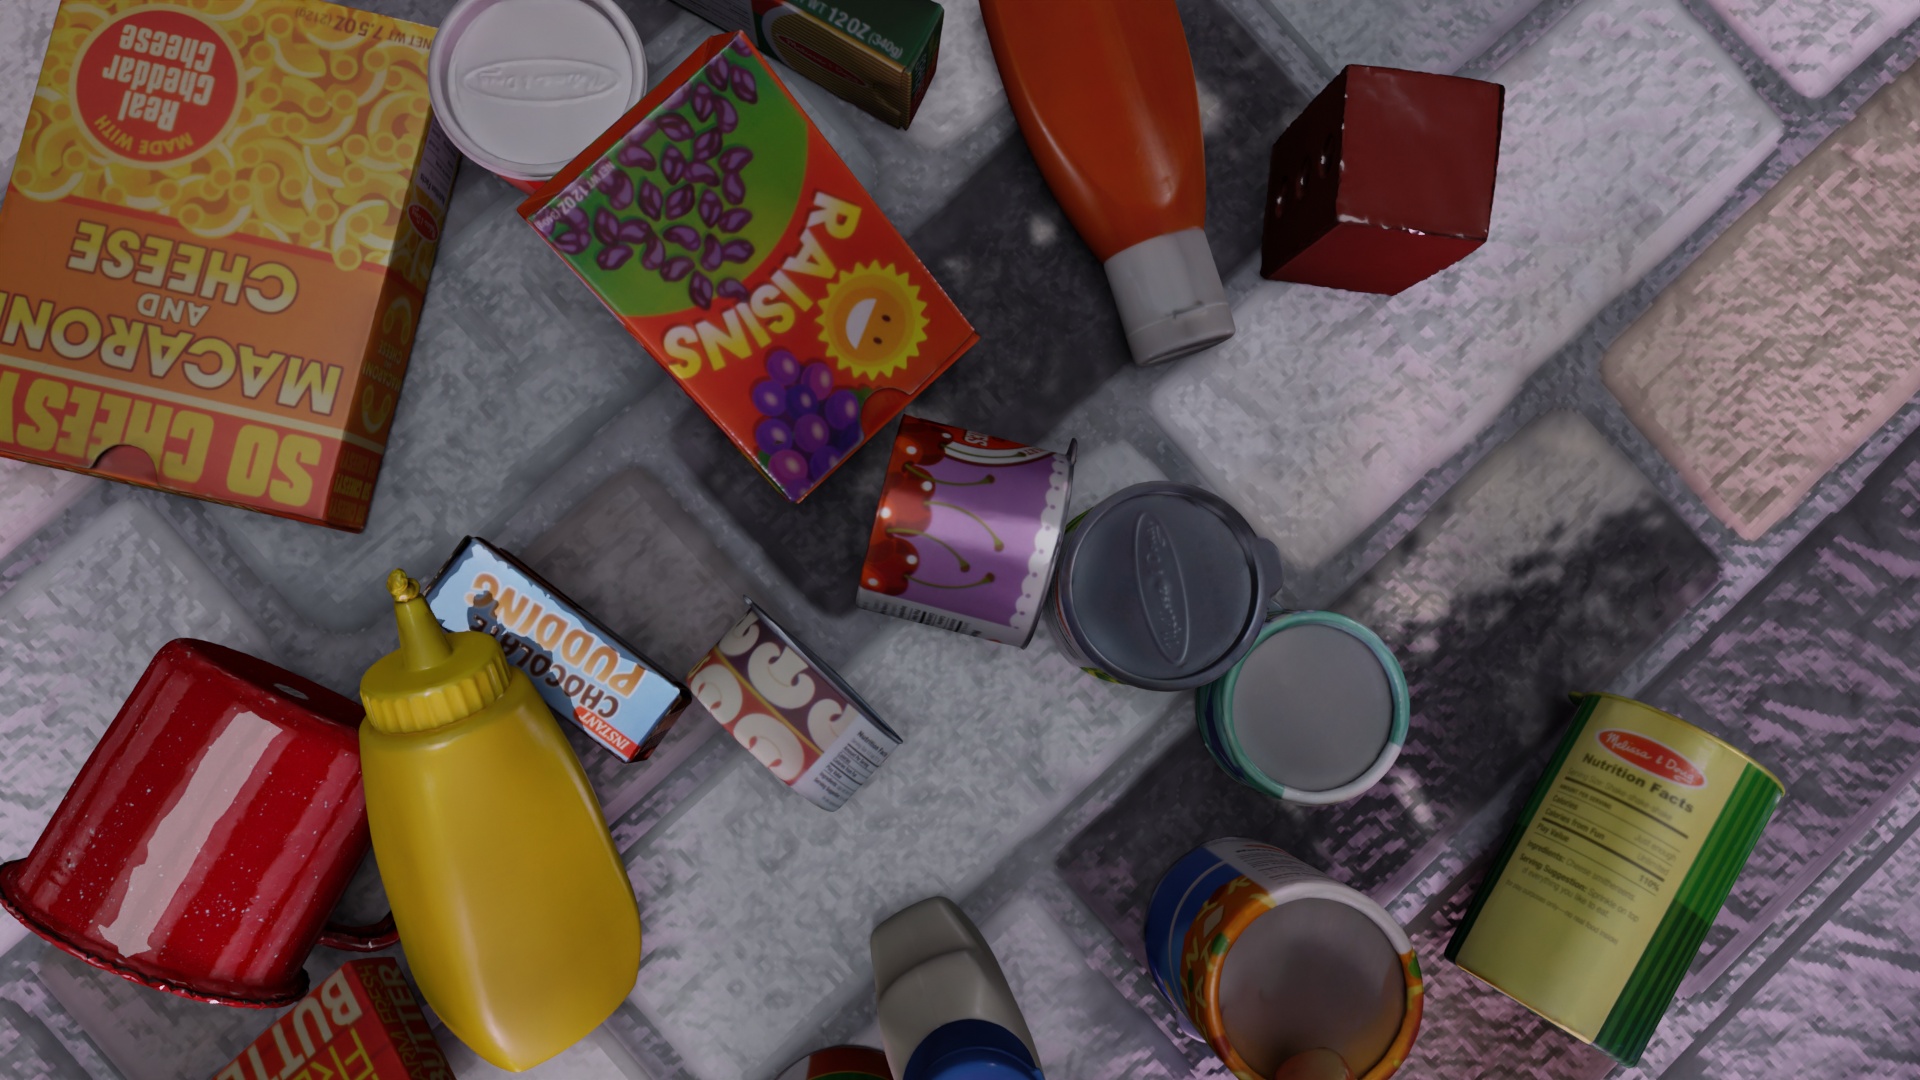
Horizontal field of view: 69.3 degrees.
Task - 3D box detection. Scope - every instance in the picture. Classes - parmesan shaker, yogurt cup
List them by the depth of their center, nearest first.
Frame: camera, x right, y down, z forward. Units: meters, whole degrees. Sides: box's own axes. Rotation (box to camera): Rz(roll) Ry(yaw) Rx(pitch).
[{"bbox_3d":[0.212,0.110,0.461,0.071,0.071,0.103,32,85,-1],"label":"parmesan shaker"},{"bbox_3d":[-0.135,-0.145,0.461,0.072,0.054,0.072,0,86,-4],"label":"yogurt cup"}]

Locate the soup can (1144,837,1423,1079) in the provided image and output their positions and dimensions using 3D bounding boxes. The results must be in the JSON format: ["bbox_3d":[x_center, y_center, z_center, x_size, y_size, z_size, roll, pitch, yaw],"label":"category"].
[{"bbox_3d":[0.098,0.136,0.439,0.071,0.083,0.071,0,86,-4],"label":"soup can"}]

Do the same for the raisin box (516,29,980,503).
[{"bbox_3d":[-0.065,-0.085,0.443,0.086,0.040,0.123,-44,118,-7],"label":"raisin box"}]

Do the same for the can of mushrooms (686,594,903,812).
[{"bbox_3d":[-0.055,0.052,0.445,0.071,0.071,0.033,43,85,0],"label":"can of mushrooms"}]

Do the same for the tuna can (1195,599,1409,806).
[{"bbox_3d":[0.115,0.054,0.473,0.071,0.033,0.071,0,86,-4],"label":"tuna can"}]

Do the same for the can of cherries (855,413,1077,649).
[{"bbox_3d":[0.002,-0.006,0.453,0.058,0.071,0.071,14,85,-2],"label":"can of cherries"}]

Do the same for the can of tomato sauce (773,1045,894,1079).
[{"bbox_3d":[-0.034,0.201,0.425,0.071,0.083,0.071,0,86,-4],"label":"can of tomato sauce"}]

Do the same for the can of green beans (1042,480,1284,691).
[{"bbox_3d":[0.062,0.016,0.460,0.071,0.058,0.071,0,85,-4],"label":"can of green beans"}]

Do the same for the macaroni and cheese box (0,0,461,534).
[{"bbox_3d":[-0.243,-0.097,0.456,0.124,0.040,0.166,12,84,-2],"label":"macaroni and cheese box"}]

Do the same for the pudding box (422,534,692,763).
[{"bbox_3d":[-0.129,0.036,0.449,0.084,0.049,0.030,37,81,-1],"label":"pudding box"}]

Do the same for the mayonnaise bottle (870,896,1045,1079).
[{"bbox_3d":[-0.001,0.146,0.399,0.041,0.148,0.065,-27,88,-5],"label":"mayonnaise bottle"}]

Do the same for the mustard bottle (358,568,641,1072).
[{"bbox_3d":[-0.141,0.078,0.411,0.065,0.049,0.159,-30,121,-41],"label":"mustard bottle"}]

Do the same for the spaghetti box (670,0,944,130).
[{"bbox_3d":[-0.120,-0.219,0.471,0.250,0.050,0.029,29,82,-1],"label":"spaghetti box"}]

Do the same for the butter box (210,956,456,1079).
[{"bbox_3d":[-0.197,0.175,0.405,0.103,0.024,0.053,-42,66,4],"label":"butter box"}]

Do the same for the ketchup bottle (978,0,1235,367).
[{"bbox_3d":[0.056,-0.136,0.479,0.065,0.043,0.149,-17,87,-4],"label":"ketchup bottle"}]
